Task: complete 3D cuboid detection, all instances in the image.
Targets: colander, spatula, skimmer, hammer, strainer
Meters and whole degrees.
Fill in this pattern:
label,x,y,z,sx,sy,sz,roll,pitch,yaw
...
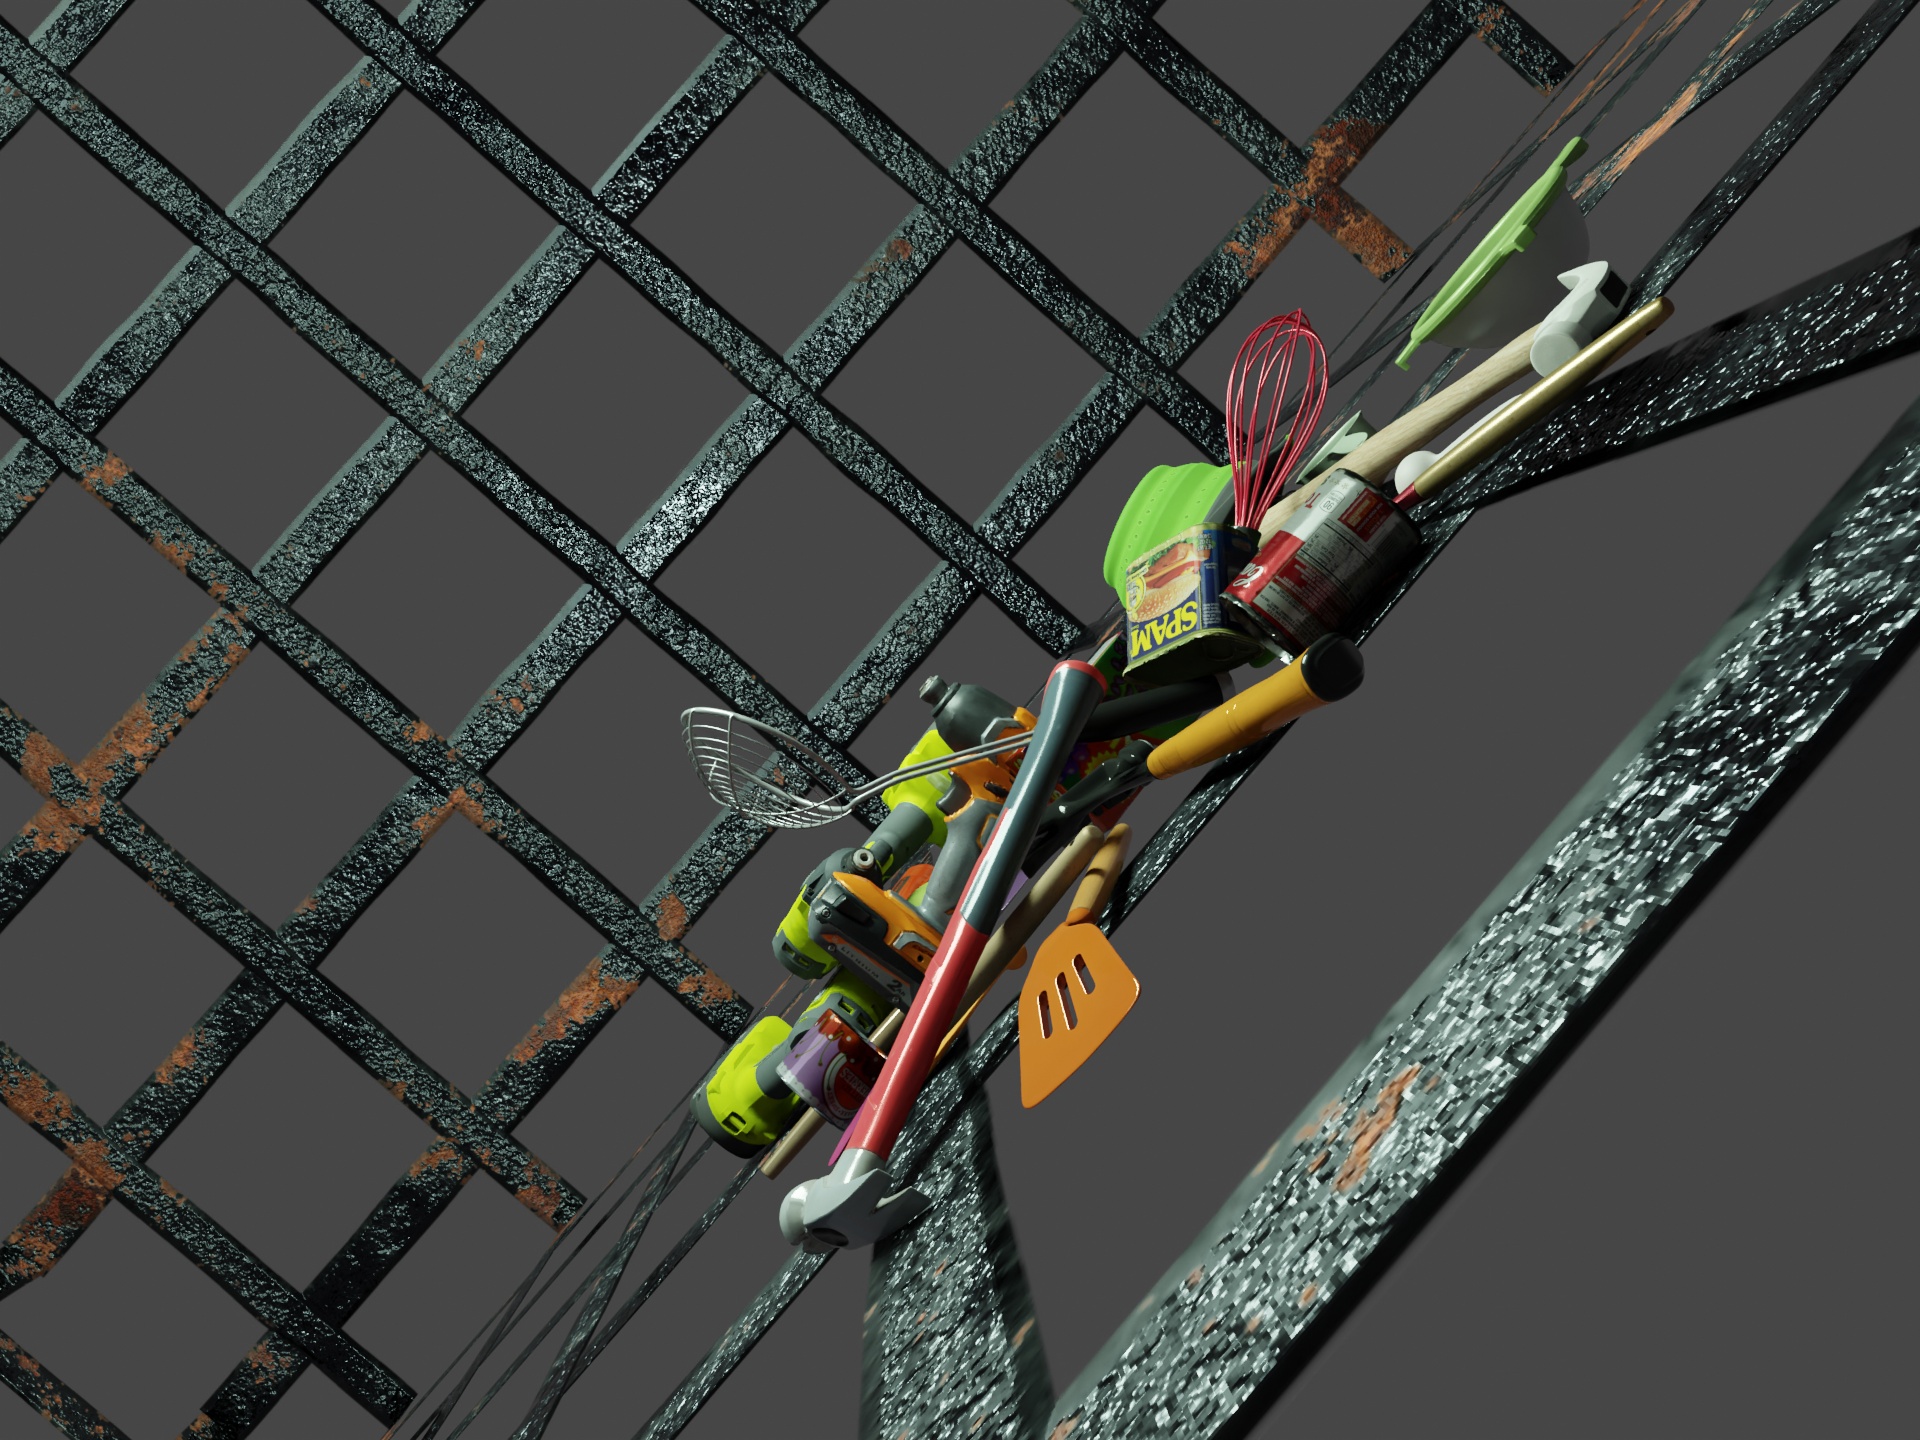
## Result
label,x,y,z,sx,sy,sz,roll,pitch,yaw
colander,0.141,-0.084,1.299,0.397,0.094,0.204,-56,-17,-23
spatula,0.075,0.107,0.856,0.081,0.041,0.322,-49,-2,16
skimmer,-0.002,-0.003,1.063,0.363,0.090,0.127,-15,-24,-3
hammer,0.305,-0.196,1.057,0.130,0.031,0.331,-48,7,-33
spatula,-0.043,0.226,1.224,0.316,0.018,0.060,-48,3,-10
hammer,0.013,0.110,0.896,0.143,0.038,0.386,-45,16,56
strainer,0.426,-0.348,1.165,0.256,0.069,0.151,-49,-1,-32
hammer,0.129,0.019,0.930,0.127,0.034,0.337,-35,-2,-23

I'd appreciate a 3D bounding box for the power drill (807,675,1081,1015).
label,x,y,z,sx,sy,sz,roll,pitch,yaw
power drill,-0.013,0.087,1.160,0.226,0.164,0.084,-51,4,-4

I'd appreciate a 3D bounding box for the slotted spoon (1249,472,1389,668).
label,x,y,z,sx,sy,sz,roll,pitch,yaw
slotted spoon,0.271,-0.136,1.158,0.314,0.031,0.070,-49,1,-43

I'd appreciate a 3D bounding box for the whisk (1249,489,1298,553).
label,x,y,z,sx,sy,sz,roll,pitch,yaw
whisk,0.221,-0.096,1.246,0.239,0.055,0.055,-55,5,-31

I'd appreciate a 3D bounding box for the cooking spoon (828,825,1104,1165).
label,x,y,z,sx,sy,sz,roll,pitch,yaw
cooking spoon,-0.003,0.174,0.969,0.318,0.017,0.069,-55,1,31

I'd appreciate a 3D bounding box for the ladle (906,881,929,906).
label,x,y,z,sx,sy,sz,roll,pitch,yaw
ladle,0.062,0.092,1.357,0.320,0.062,0.078,-42,-3,-25

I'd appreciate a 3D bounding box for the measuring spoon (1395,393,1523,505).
label,x,y,z,sx,sy,sz,roll,pitch,yaw
measuring spoon,0.302,-0.167,0.963,0.124,0.018,0.034,141,127,-62

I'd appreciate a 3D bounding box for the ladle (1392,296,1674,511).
label,x,y,z,sx,sy,sz,roll,pitch,yaw
ladle,0.289,-0.150,0.932,0.069,0.031,0.315,-12,-17,-32

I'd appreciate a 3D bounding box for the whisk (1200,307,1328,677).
label,x,y,z,sx,sy,sz,roll,pitch,yaw
whisk,0.206,-0.152,1.125,0.073,0.073,0.296,143,142,-82

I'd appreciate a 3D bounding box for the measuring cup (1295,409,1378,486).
label,x,y,z,sx,sy,sz,roll,pitch,yaw
measuring cup,0.329,-0.219,1.329,0.083,0.038,0.167,-49,4,7

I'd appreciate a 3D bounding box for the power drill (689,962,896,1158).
label,x,y,z,sx,sy,sz,roll,pitch,yaw
power drill,-0.124,0.269,1.389,0.228,0.080,0.191,-44,4,35

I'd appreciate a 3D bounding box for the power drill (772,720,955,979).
label,x,y,z,sx,sy,sz,roll,pitch,yaw
power drill,-0.056,0.100,1.316,0.223,0.080,0.171,-48,-6,-38

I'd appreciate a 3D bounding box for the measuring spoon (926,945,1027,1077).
label,x,y,z,sx,sy,sz,roll,pitch,yaw
measuring spoon,0.006,0.189,1.000,0.117,0.011,0.021,-53,0,-3
